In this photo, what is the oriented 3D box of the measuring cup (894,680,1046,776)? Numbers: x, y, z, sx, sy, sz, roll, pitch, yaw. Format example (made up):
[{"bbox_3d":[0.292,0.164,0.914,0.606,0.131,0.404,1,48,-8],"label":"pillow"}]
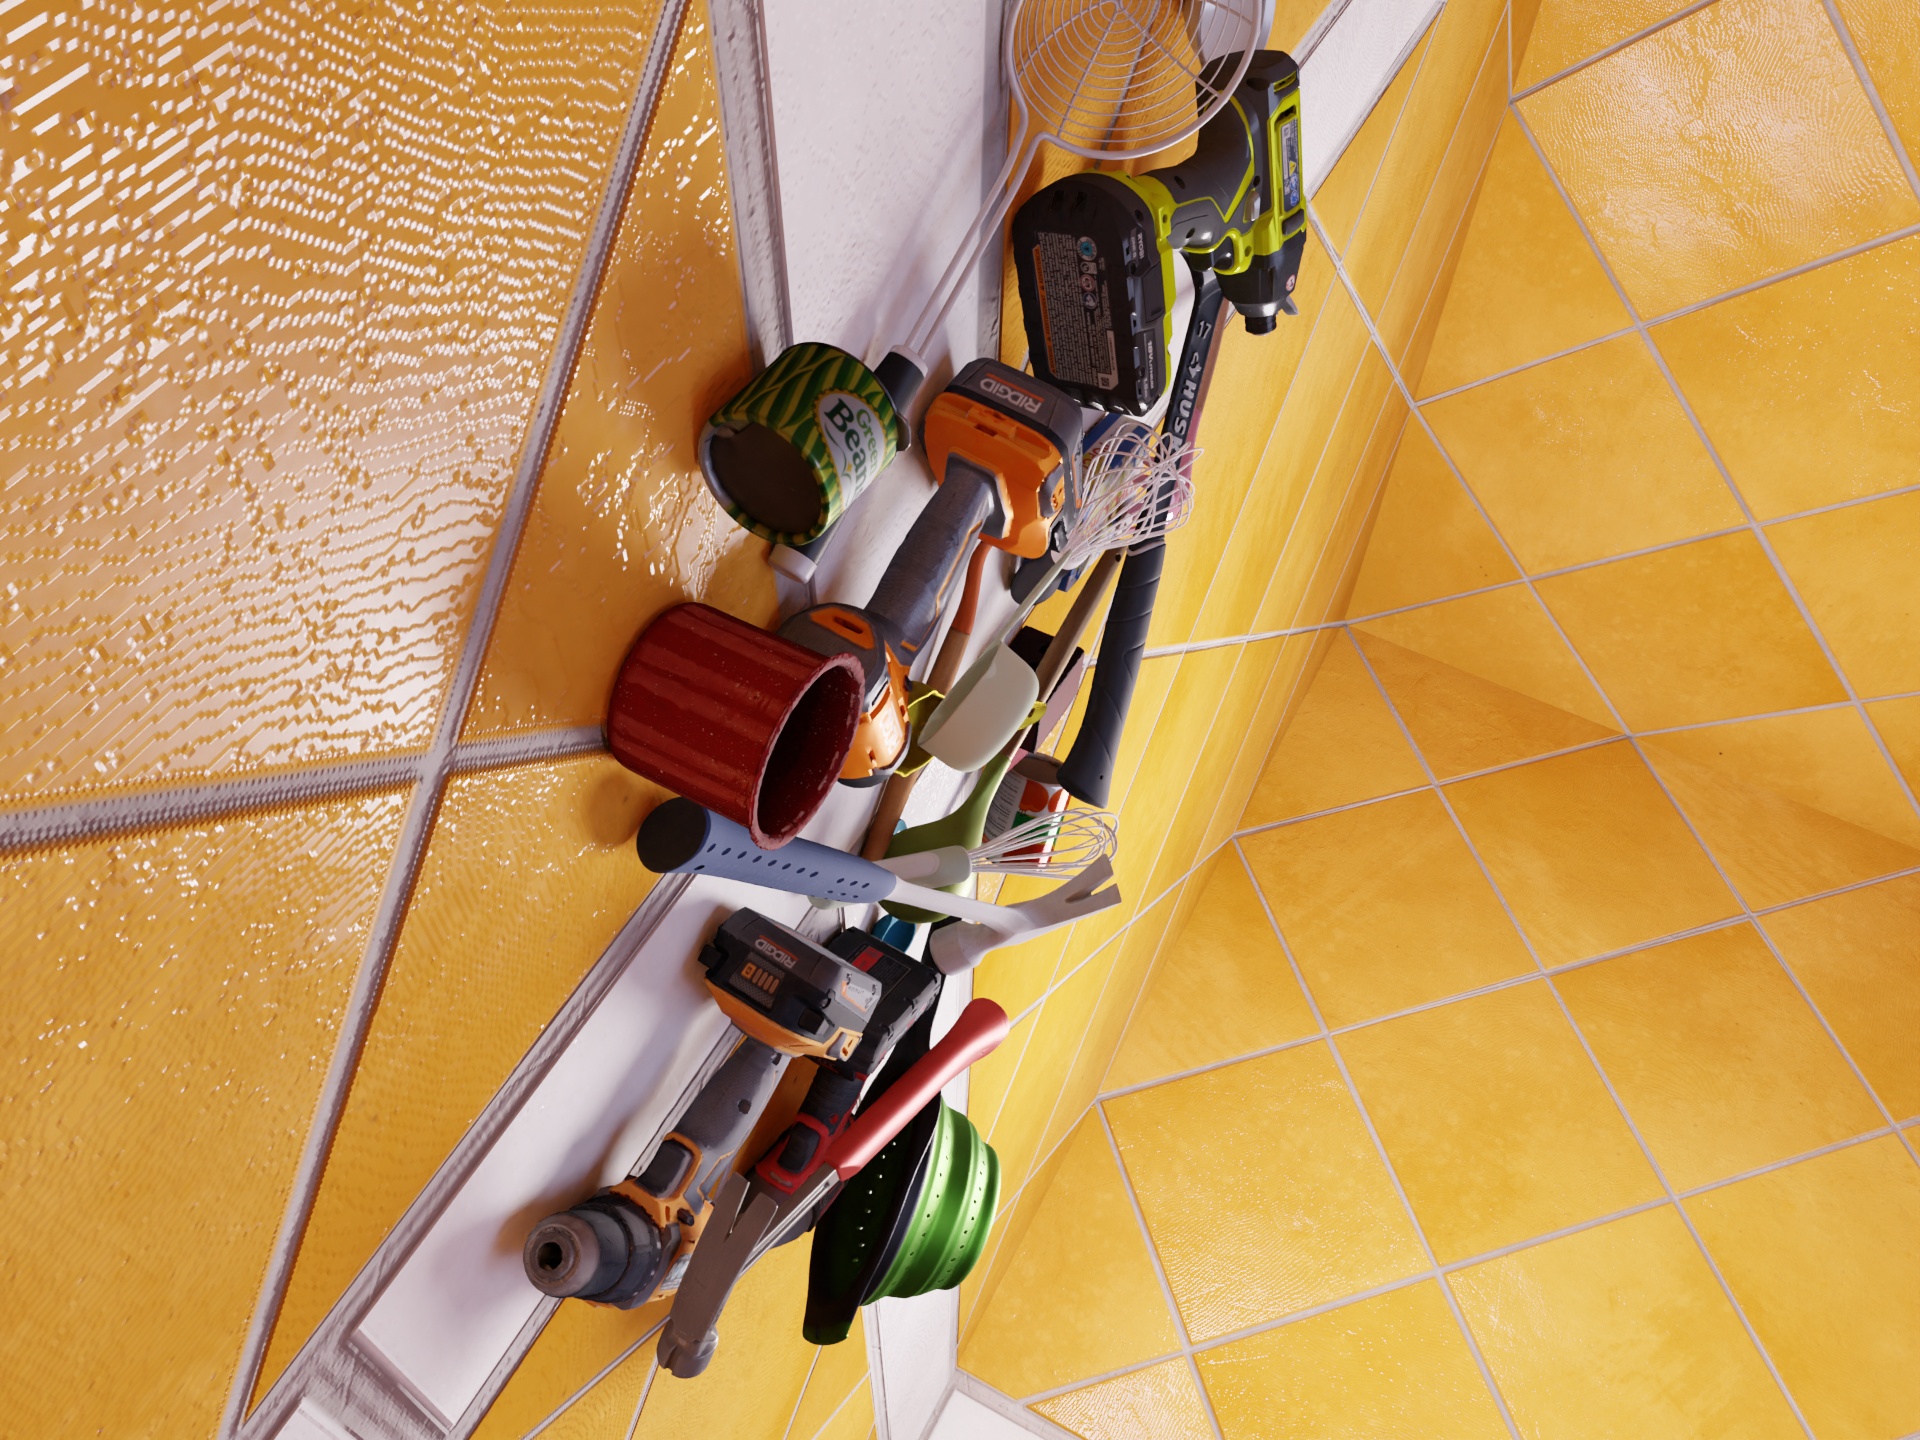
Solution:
[{"bbox_3d":[-0.002,-0.003,1.023,0.156,0.029,0.062,-9,126,-48],"label":"measuring cup"}]

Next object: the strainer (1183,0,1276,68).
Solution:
[{"bbox_3d":[0.158,-0.480,0.927,0.087,0.050,0.258,-44,149,-28],"label":"strainer"}]

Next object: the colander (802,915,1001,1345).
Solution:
[{"bbox_3d":[-0.011,0.288,1.225,0.204,0.094,0.397,-44,-154,60],"label":"colander"}]

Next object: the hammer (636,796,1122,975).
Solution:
[{"bbox_3d":[-0.038,0.094,0.914,0.405,0.144,0.035,25,44,-60],"label":"hammer"}]

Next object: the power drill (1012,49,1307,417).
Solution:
[{"bbox_3d":[0.133,-0.278,0.944,0.223,0.080,0.171,-41,135,-35],"label":"power drill"}]

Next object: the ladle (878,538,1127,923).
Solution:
[{"bbox_3d":[0.034,0.002,1.137,0.078,0.062,0.320,40,72,-33],"label":"ladle"}]

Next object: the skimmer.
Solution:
[{"bbox_3d":[0.021,-0.222,0.761,0.127,0.090,0.363,35,80,-41],"label":"skimmer"}]

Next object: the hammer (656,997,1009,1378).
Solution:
[{"bbox_3d":[-0.058,0.257,1.003,0.359,0.037,0.149,-31,150,-58],"label":"hammer"}]

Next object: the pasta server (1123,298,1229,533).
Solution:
[{"bbox_3d":[0.176,-0.256,1.232,0.060,0.040,0.316,92,13,-51],"label":"pasta server"}]

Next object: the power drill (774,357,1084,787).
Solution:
[{"bbox_3d":[-0.018,-0.068,0.878,0.226,0.084,0.164,-57,164,-17],"label":"power drill"}]

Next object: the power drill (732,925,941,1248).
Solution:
[{"bbox_3d":[-0.097,0.266,1.103,0.143,0.078,0.219,-38,151,-59],"label":"power drill"}]

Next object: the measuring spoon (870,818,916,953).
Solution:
[{"bbox_3d":[-0.052,0.121,1.154,0.042,0.021,0.128,-30,134,-41],"label":"measuring spoon"}]

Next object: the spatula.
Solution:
[{"bbox_3d":[0.000,-0.034,1.045,0.081,0.041,0.322,-72,-176,-77],"label":"spatula"}]

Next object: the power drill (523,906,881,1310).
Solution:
[{"bbox_3d":[-0.145,0.220,0.879,0.226,0.084,0.185,-59,163,-7],"label":"power drill"}]

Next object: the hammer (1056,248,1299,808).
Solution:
[{"bbox_3d":[0.136,-0.139,1.103,0.149,0.036,0.409,12,92,-40],"label":"hammer"}]

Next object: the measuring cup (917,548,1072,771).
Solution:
[{"bbox_3d":[0.035,-0.036,0.931,0.168,0.038,0.083,-54,-172,-31],"label":"measuring cup"}]

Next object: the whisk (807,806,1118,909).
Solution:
[{"bbox_3d":[0.007,0.094,1.060,0.246,0.058,0.059,-8,141,-33],"label":"whisk"}]

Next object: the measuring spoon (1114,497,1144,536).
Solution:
[{"bbox_3d":[0.141,-0.158,1.221,0.124,0.018,0.034,-43,152,-61],"label":"measuring spoon"}]

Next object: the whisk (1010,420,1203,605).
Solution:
[{"bbox_3d":[0.082,-0.119,1.020,0.070,0.070,0.284,-61,-172,-17],"label":"whisk"}]

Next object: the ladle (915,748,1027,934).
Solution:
[{"bbox_3d":[-0.009,0.100,1.238,0.315,0.031,0.069,-60,154,-14],"label":"ladle"}]
